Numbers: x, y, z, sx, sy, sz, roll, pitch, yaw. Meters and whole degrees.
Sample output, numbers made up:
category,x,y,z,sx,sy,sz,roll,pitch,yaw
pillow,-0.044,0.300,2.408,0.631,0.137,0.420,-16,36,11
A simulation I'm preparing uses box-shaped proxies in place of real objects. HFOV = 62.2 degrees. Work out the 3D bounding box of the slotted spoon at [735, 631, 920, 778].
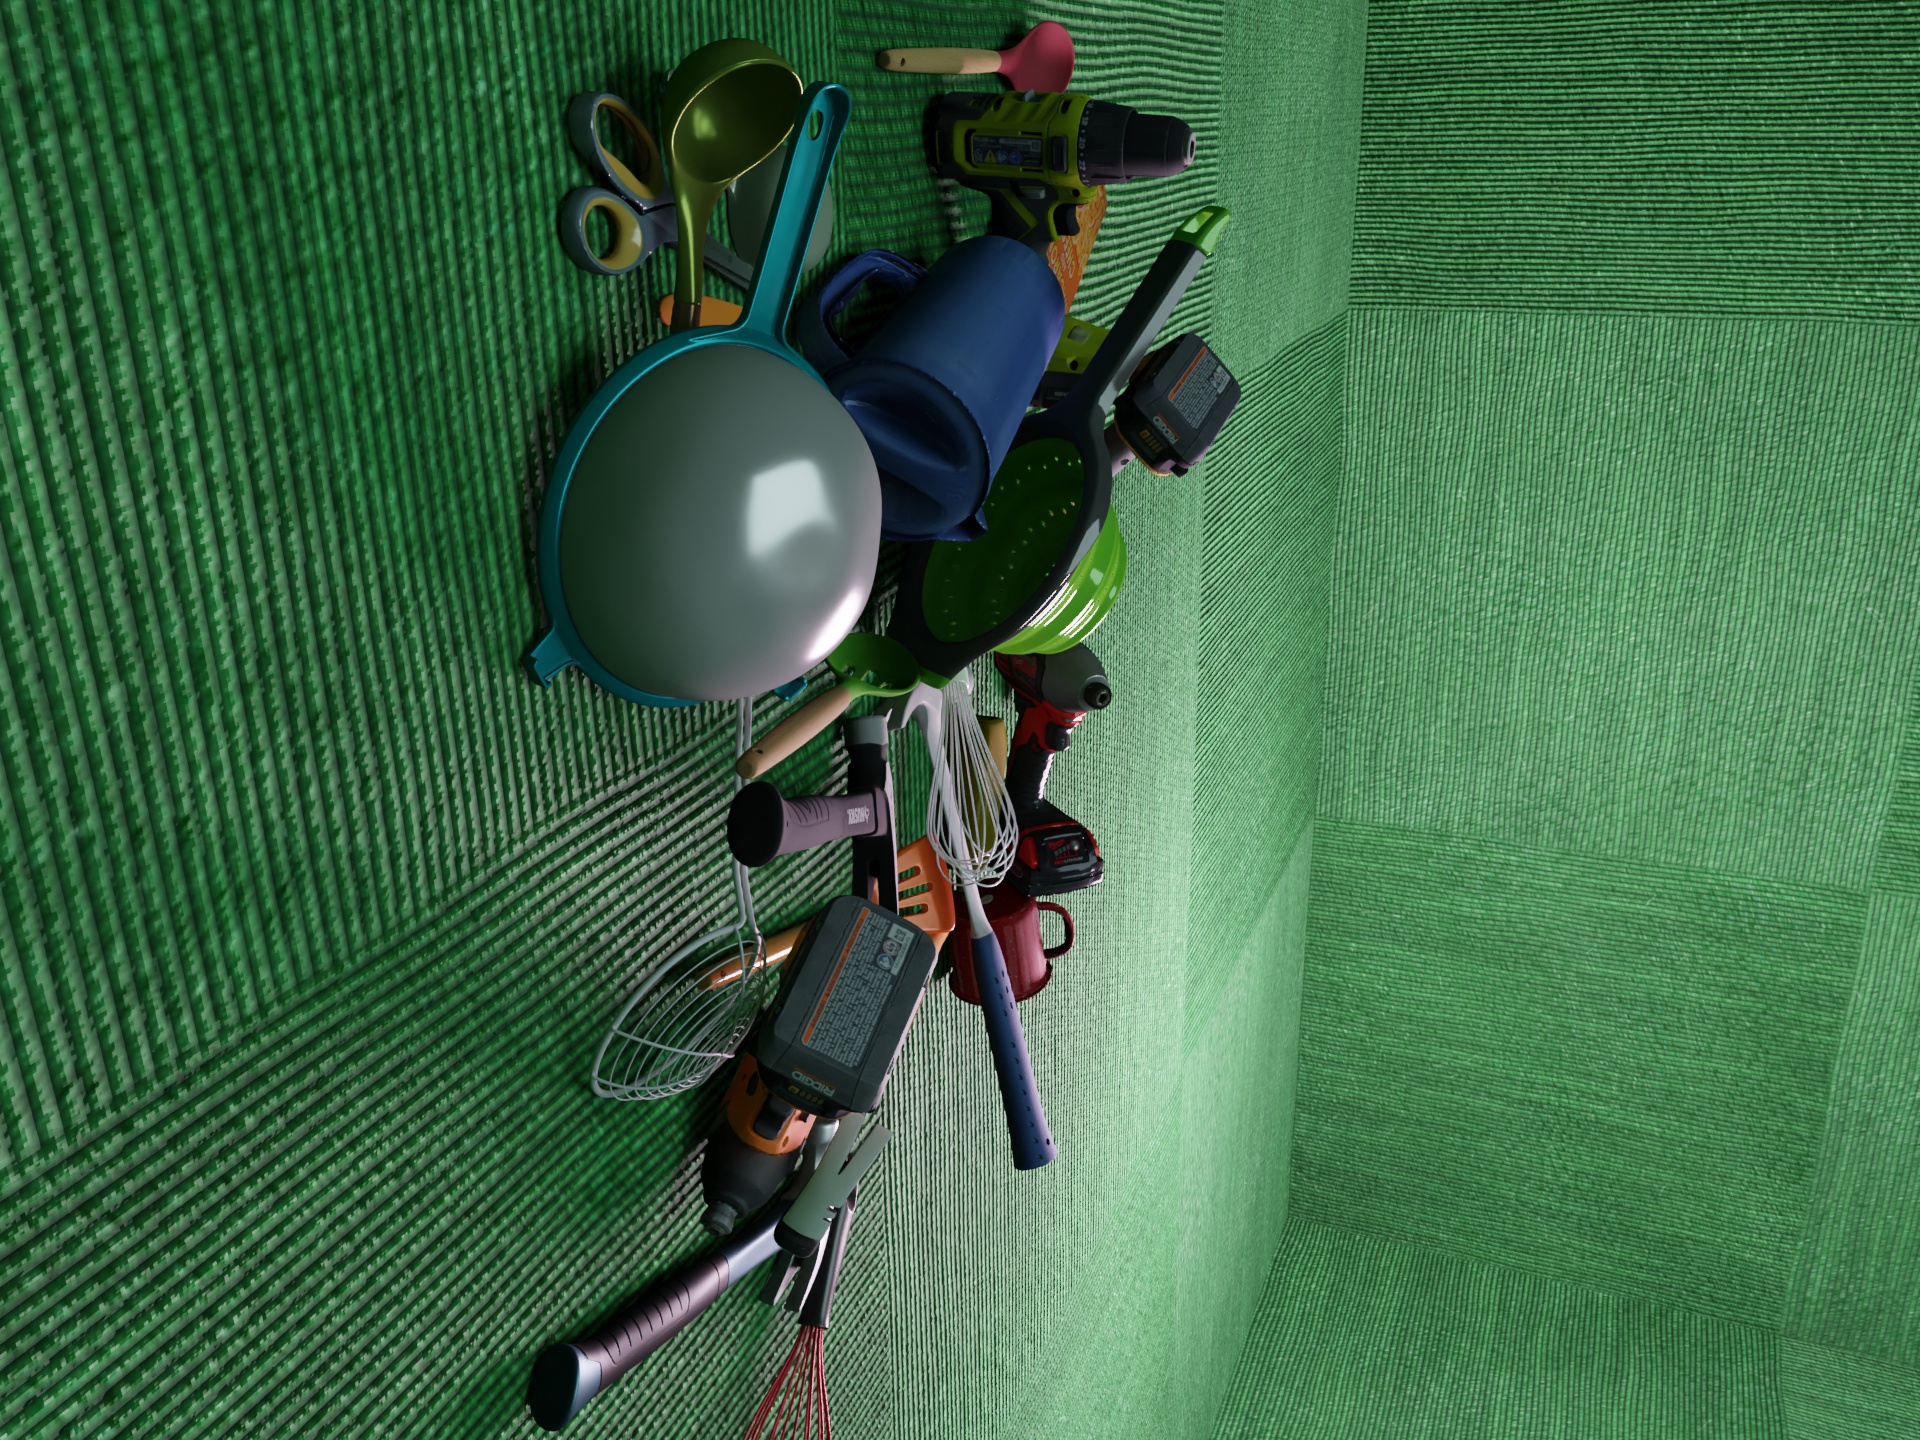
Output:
category,x,y,z,sx,sy,sz,roll,pitch,yaw
slotted spoon,-0.086,-0.010,1.000,0.314,0.070,0.031,-49,162,-73

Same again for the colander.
category,x,y,z,sx,sy,sz,roll,pitch,yaw
colander,0.099,-0.184,1.159,0.094,0.205,0.397,31,95,-34

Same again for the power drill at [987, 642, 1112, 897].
category,x,y,z,sx,sy,sz,roll,pitch,yaw
power drill,0.076,0.033,1.367,0.078,0.143,0.219,-7,113,-28

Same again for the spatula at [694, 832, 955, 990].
category,x,y,z,sx,sy,sz,roll,pitch,yaw
spatula,-0.090,0.146,1.135,0.322,0.041,0.081,-13,92,-66

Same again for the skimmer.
category,x,y,z,sx,sy,sz,roll,pitch,yaw
skimmer,-0.159,0.041,0.947,0.127,0.090,0.363,37,53,-70

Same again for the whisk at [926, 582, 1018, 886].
category,x,y,z,sx,sy,sz,roll,pitch,yaw
whisk,-0.003,-0.004,1.190,0.070,0.070,0.285,62,17,-56

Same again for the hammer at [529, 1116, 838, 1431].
category,x,y,z,sx,sy,sz,roll,pitch,yaw
hammer,-0.166,0.363,1.031,0.331,0.033,0.128,-9,105,-67

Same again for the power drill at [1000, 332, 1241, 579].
category,x,y,z,sx,sy,sz,roll,pitch,yaw
power drill,0.110,-0.205,1.318,0.084,0.226,0.185,47,45,-12

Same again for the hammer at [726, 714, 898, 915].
category,x,y,z,sx,sy,sz,roll,pitch,yaw
hammer,-0.085,0.067,1.000,0.334,0.035,0.146,8,78,-82

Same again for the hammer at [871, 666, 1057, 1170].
category,x,y,z,sx,sy,sz,roll,pitch,yaw
hammer,0.011,0.160,1.257,0.144,0.035,0.405,-25,103,-63

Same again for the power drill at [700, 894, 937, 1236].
category,x,y,z,sx,sy,sz,roll,pitch,yaw
power drill,-0.101,0.220,0.982,0.164,0.084,0.226,-65,-175,-37

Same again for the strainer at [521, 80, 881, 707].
category,x,y,z,sx,sy,sz,roll,pitch,yaw
strainer,-0.090,-0.153,0.824,0.211,0.095,0.340,3,108,-51

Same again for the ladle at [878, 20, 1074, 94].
category,x,y,z,sx,sy,sz,roll,pitch,yaw
ladle,0.015,-0.498,1.204,0.315,0.031,0.069,-39,144,-57

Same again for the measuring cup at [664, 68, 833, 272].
category,x,y,z,sx,sy,sz,roll,pitch,yaw
measuring cup,-0.118,-0.318,0.913,0.167,0.038,0.083,43,58,-67

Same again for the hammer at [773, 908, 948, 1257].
category,x,y,z,sx,sy,sz,roll,pitch,yaw
hammer,-0.053,0.233,1.167,0.127,0.034,0.337,-60,-178,28

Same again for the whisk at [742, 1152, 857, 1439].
category,x,y,z,sx,sy,sz,roll,pitch,yaw
whisk,-0.113,0.467,1.173,0.073,0.073,0.296,59,37,-58

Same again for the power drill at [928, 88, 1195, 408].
category,x,y,z,sx,sy,sz,roll,pitch,yaw
power drill,0.078,-0.355,1.198,0.080,0.190,0.228,-59,153,-48

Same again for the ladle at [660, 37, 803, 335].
category,x,y,z,sx,sy,sz,roll,pitch,yaw
ladle,-0.140,-0.194,0.847,0.078,0.062,0.320,-11,115,-54

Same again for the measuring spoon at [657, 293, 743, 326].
category,x,y,z,sx,sy,sz,roll,pitch,yaw
measuring spoon,-0.140,-0.235,0.922,0.117,0.011,0.021,-25,120,-65
